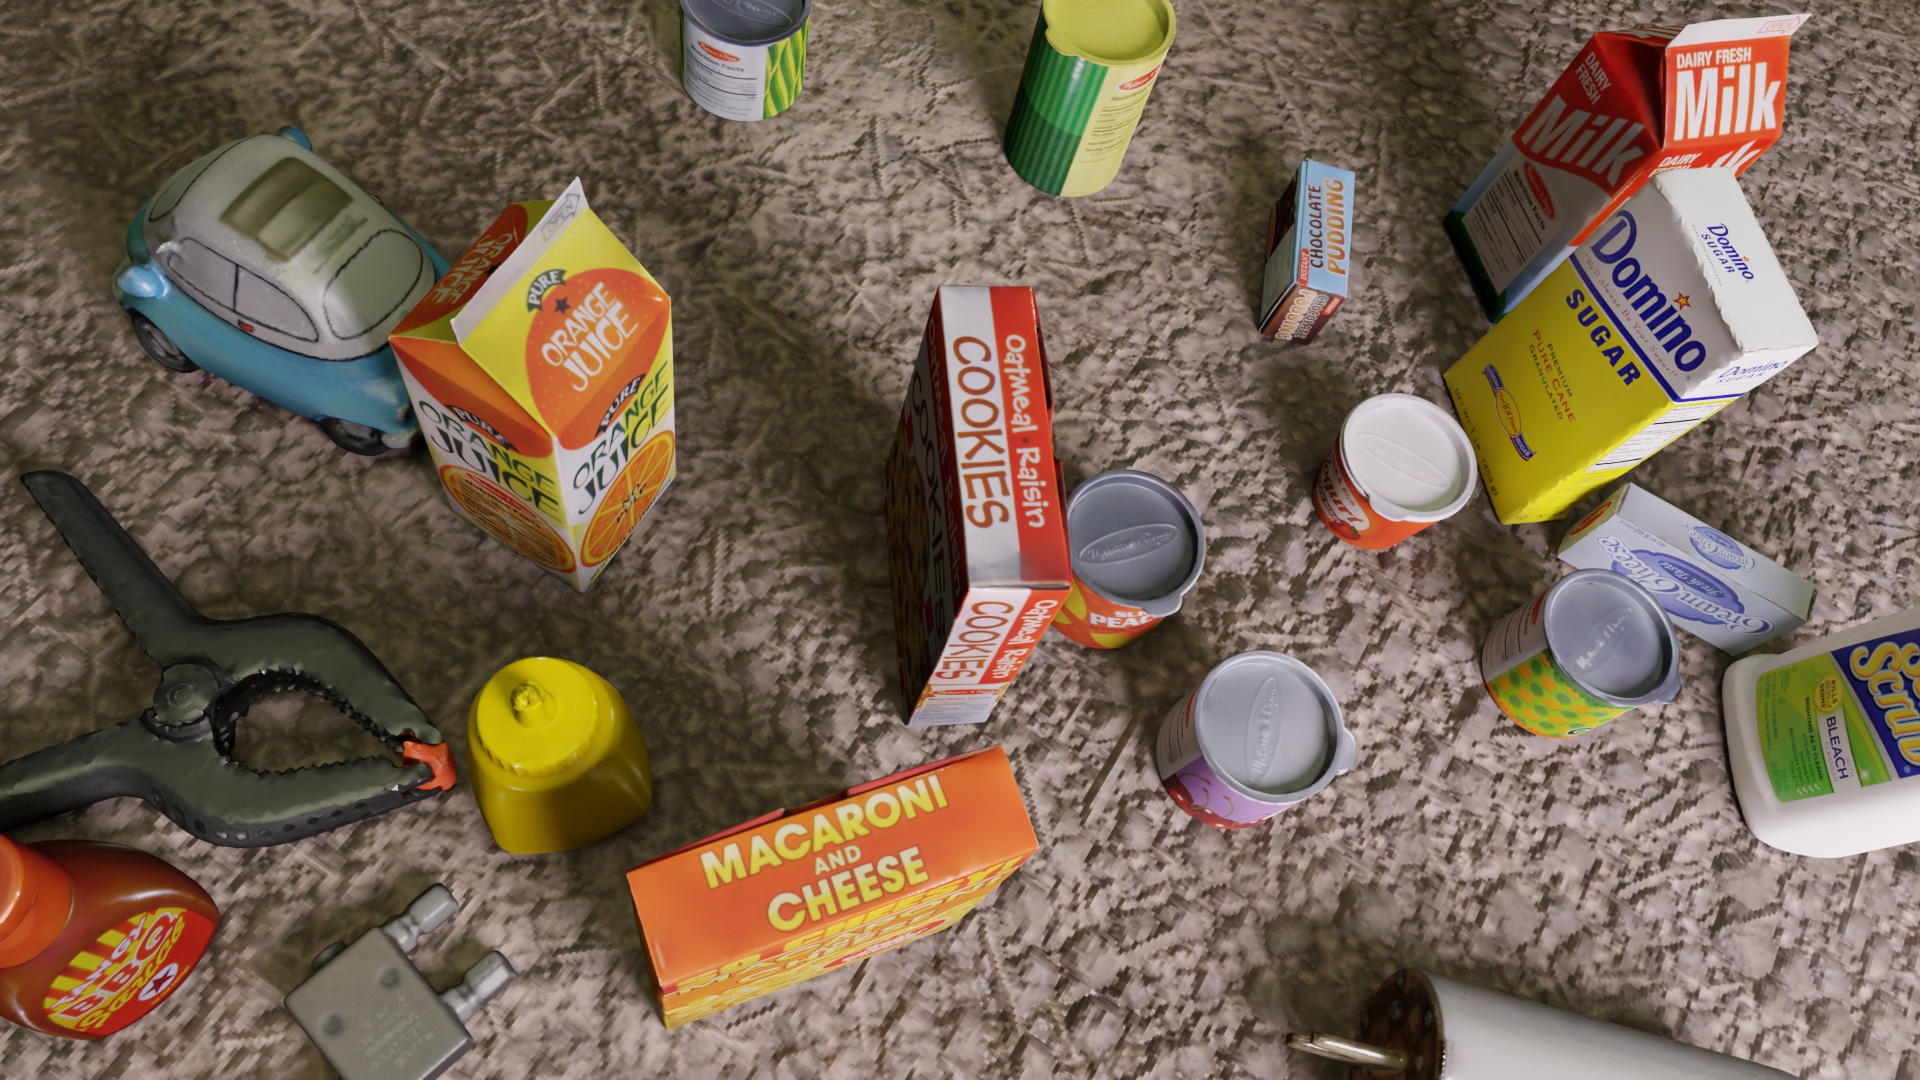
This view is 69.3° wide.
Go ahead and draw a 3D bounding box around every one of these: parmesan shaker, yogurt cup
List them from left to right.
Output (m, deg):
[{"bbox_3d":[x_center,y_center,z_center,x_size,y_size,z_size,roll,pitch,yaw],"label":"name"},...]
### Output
[{"bbox_3d":[0.061,-0.232,0.712,0.071,0.102,0.071,4,66,-9],"label":"parmesan shaker"},{"bbox_3d":[0.207,-0.030,0.676,0.072,0.053,0.072,4,65,-9],"label":"yogurt cup"}]

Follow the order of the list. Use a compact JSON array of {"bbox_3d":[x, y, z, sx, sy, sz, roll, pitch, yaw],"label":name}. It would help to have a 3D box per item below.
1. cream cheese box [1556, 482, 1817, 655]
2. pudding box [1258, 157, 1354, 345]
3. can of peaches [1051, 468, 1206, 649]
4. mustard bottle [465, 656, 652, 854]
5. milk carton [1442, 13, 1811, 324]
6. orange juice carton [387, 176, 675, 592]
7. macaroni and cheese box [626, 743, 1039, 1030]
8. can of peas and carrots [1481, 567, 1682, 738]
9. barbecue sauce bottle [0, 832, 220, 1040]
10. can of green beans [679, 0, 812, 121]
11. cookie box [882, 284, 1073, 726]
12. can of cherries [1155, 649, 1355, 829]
[{"bbox_3d":[0.356,0.015,0.684,0.104,0.053,0.024,30,64,3],"label":"cream cheese box"},{"bbox_3d":[0.181,-0.151,0.728,0.030,0.049,0.084,13,64,-5],"label":"pudding box"},{"bbox_3d":[0.071,0.012,0.628,0.071,0.057,0.071,4,65,-9],"label":"can of peaches"},{"bbox_3d":[-0.146,0.075,0.501,0.065,0.159,0.049,-15,70,-17],"label":"mustard bottle"},{"bbox_3d":[0.331,-0.193,0.698,0.072,0.189,0.073,-11,69,-15],"label":"milk carton"},{"bbox_3d":[-0.161,-0.058,0.540,0.073,0.191,0.072,31,64,4],"label":"orange juice carton"},{"bbox_3d":[-0.051,0.127,0.492,0.124,0.165,0.040,-16,70,-17],"label":"macaroni and cheese box"},{"bbox_3d":[0.290,0.056,0.650,0.071,0.058,0.071,4,65,-9],"label":"can of peas and carrots"},{"bbox_3d":[-0.296,0.126,0.455,0.044,0.148,0.065,37,65,6],"label":"barbecue sauce bottle"},{"bbox_3d":[-0.112,-0.260,0.716,0.071,0.057,0.071,4,65,-9],"label":"can of green beans"},{"bbox_3d":[0.002,-0.007,0.563,0.040,0.166,0.123,-1,67,-11],"label":"cookie box"},{"bbox_3d":[0.127,0.089,0.603,0.071,0.058,0.072,4,65,-9],"label":"can of cherries"}]
